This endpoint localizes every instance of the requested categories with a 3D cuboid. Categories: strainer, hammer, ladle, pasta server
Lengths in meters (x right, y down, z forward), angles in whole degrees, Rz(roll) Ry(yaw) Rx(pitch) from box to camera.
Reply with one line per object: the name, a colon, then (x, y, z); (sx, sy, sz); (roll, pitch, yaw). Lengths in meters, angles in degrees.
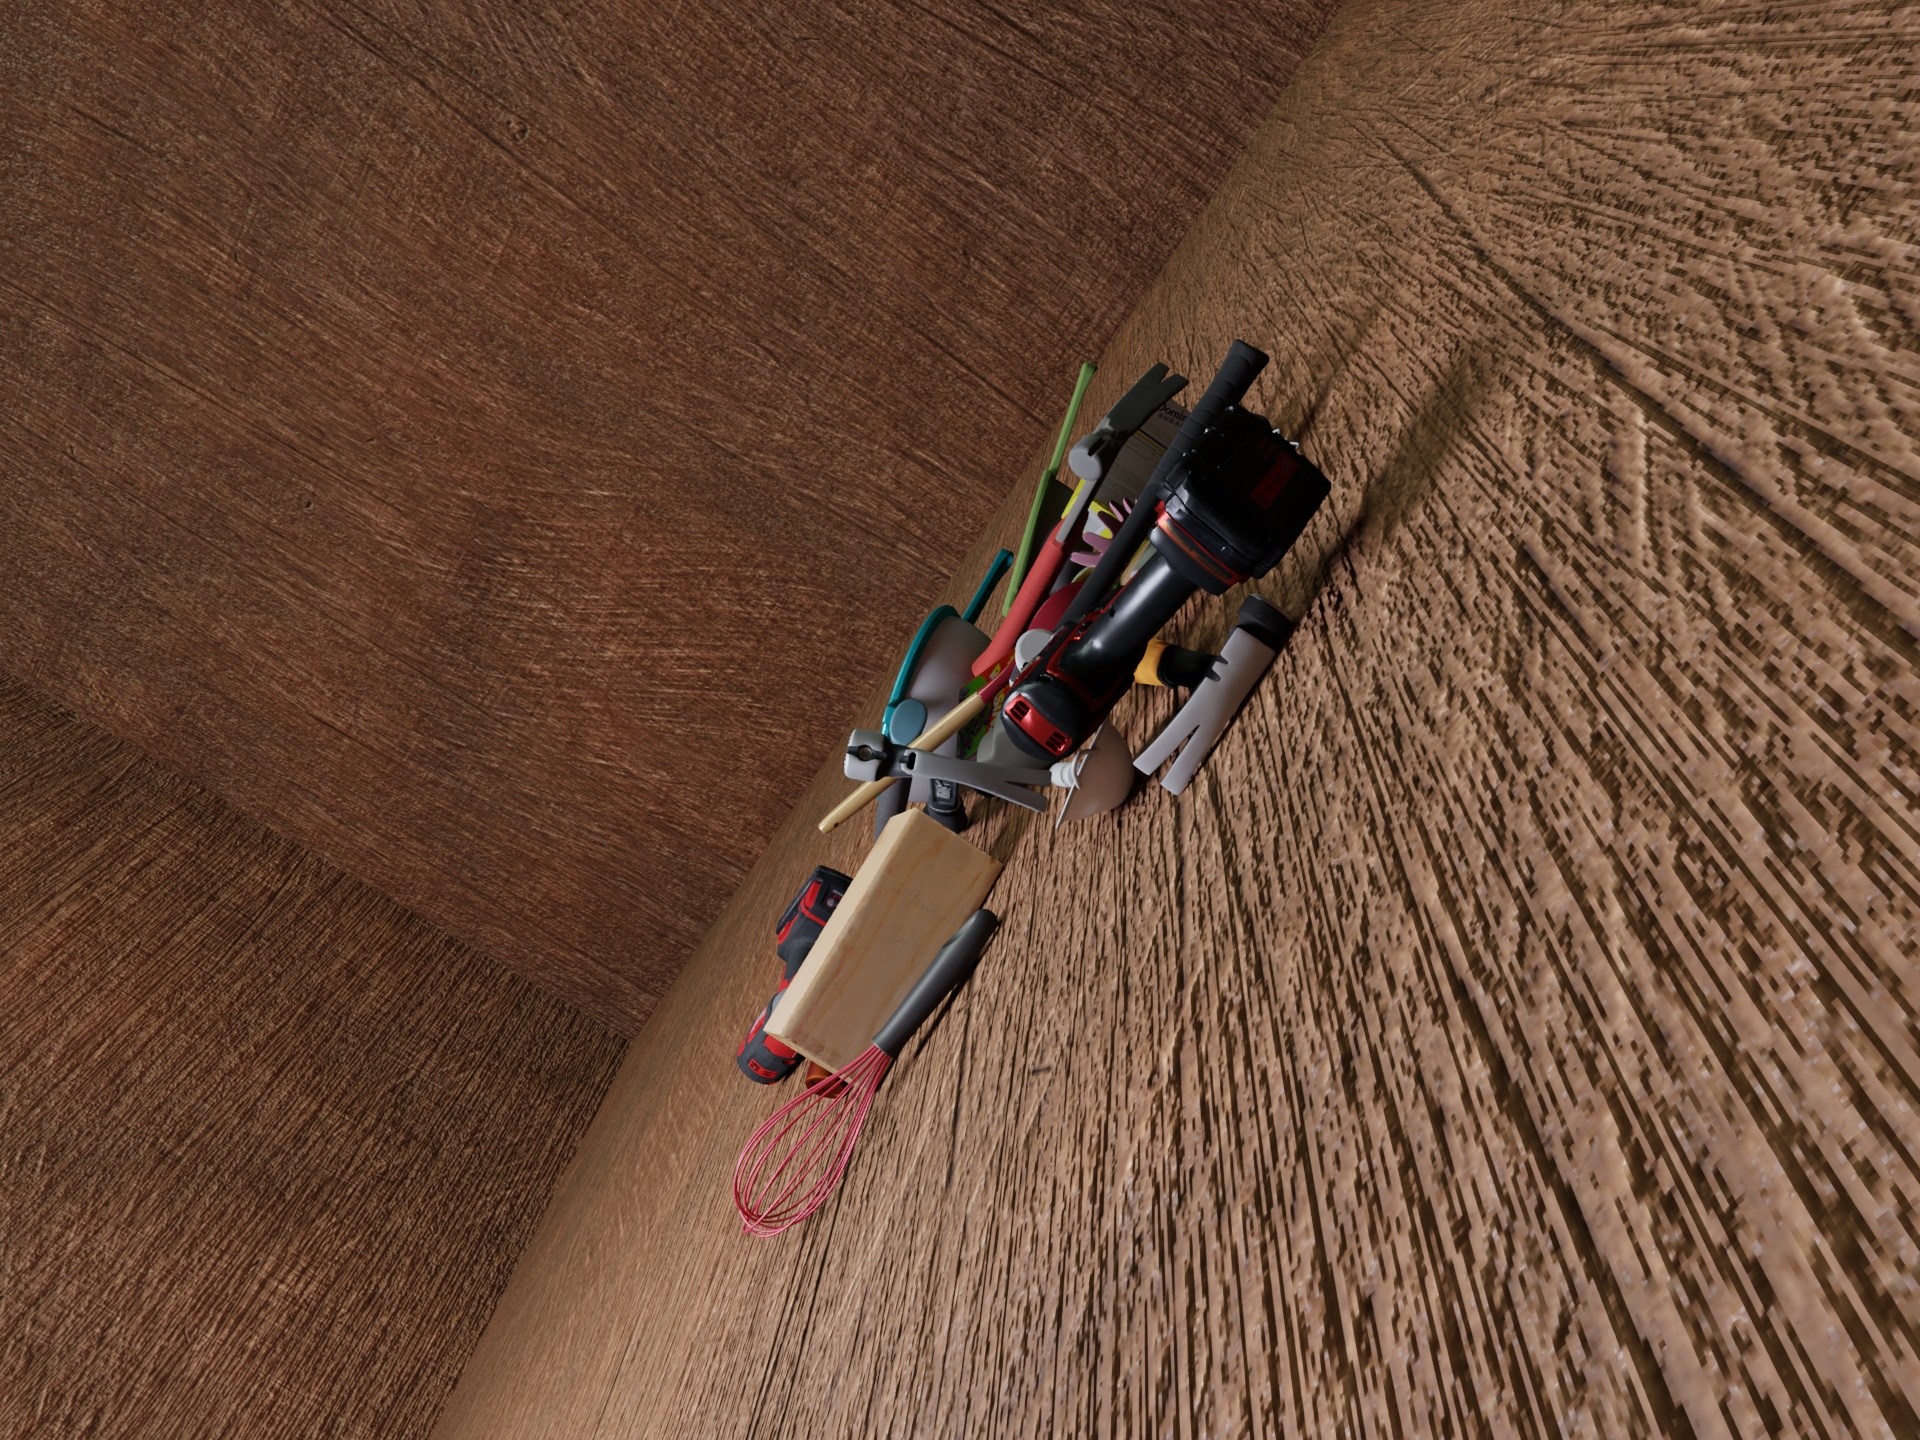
strainer: (0.020, -0.048, 1.620); (0.210, 0.095, 0.341); (93, -160, -51)
hammer: (0.137, -0.150, 1.188); (0.335, 0.035, 0.146); (-57, -11, -13)
ladle: (-0.002, -0.004, 1.357); (0.315, 0.069, 0.031); (-40, 51, 10)
strainer: (0.108, -0.213, 1.538); (0.151, 0.069, 0.256); (-65, -7, -79)
strainer: (0.086, 0.038, 1.124); (0.258, 0.050, 0.087); (153, 142, -86)
pasta server: (0.178, -0.215, 1.418); (0.316, 0.040, 0.060); (-51, -7, -48)
hammer: (-0.069, 0.105, 1.499); (0.330, 0.033, 0.128); (103, -172, -47)
hammer: (-0.008, 0.065, 1.325); (0.409, 0.149, 0.036); (89, -168, -81)
hammer: (0.087, -0.149, 1.383); (0.149, 0.037, 0.358); (-48, -9, -38)
hammer: (0.138, -0.032, 1.101); (0.127, 0.034, 0.337); (-56, 7, 2)

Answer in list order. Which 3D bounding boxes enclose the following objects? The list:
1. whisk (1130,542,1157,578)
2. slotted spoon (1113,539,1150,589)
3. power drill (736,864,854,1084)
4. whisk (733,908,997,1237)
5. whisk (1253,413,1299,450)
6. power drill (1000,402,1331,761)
whisk: (0.148, -0.109, 1.321); (0.058, 0.059, 0.246); (18, 69, 45)
slotted spoon: (0.162, -0.141, 1.423); (0.313, 0.031, 0.070); (-51, 23, 31)
power drill: (-0.159, 0.261, 1.656); (0.143, 0.078, 0.220); (-54, 11, 34)
whisk: (-0.069, 0.257, 1.170); (0.296, 0.073, 0.073); (-51, 7, -3)
whisk: (0.223, -0.202, 1.194); (0.070, 0.070, 0.285); (-55, 4, 20)
power drill: (0.126, -0.087, 0.992); (0.226, 0.080, 0.188); (-50, -2, 40)
